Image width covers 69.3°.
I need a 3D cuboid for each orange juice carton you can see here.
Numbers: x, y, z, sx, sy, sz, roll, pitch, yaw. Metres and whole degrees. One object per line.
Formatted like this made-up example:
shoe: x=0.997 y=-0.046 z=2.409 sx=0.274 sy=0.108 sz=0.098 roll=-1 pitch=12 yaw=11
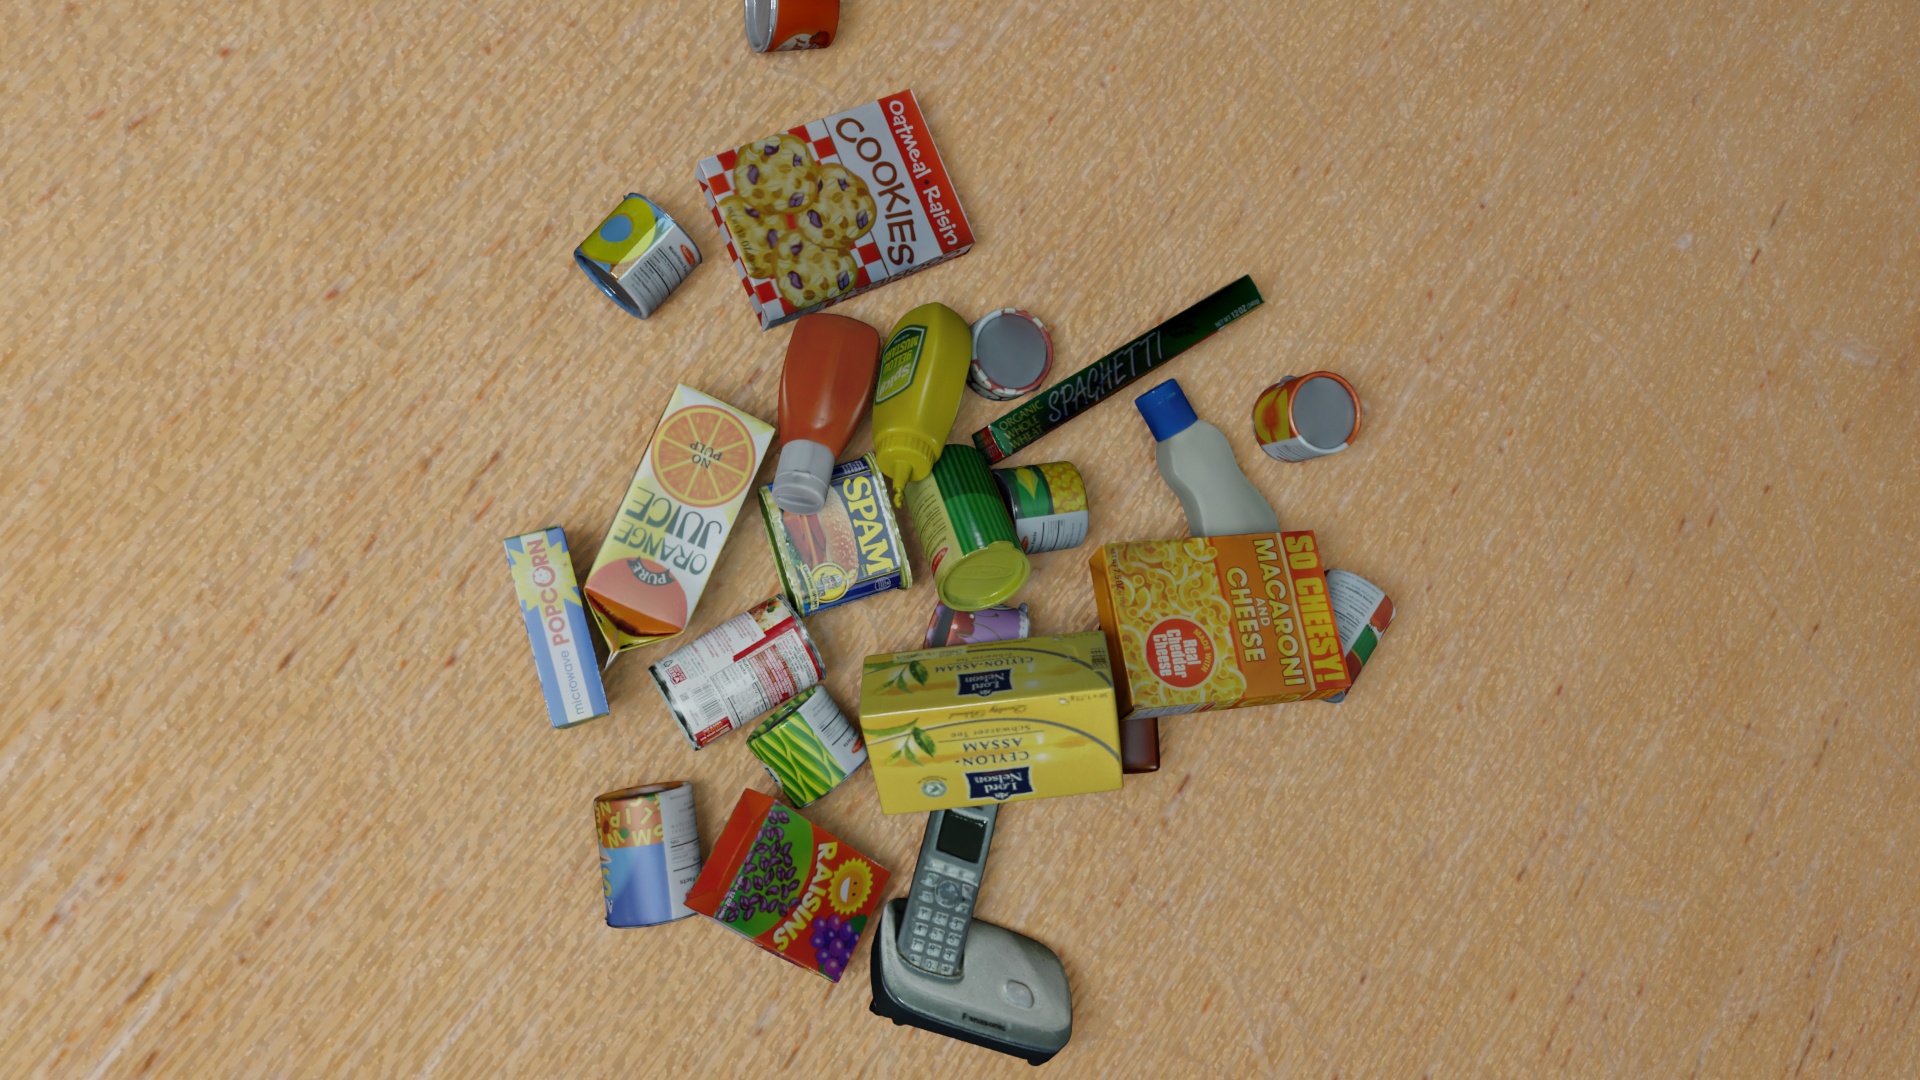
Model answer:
orange juice carton: x=-0.199 y=-0.001 z=0.936 sx=0.073 sy=0.071 sz=0.193 roll=25 pitch=79 yaw=-13

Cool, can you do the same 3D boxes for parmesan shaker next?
parmesan shaker: x=0.003 y=-0.012 z=0.973 sx=0.071 sy=0.071 sz=0.103 roll=-7 pitch=49 yaw=-17

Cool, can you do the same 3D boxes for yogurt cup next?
yogurt cup: x=-0.120 y=-0.382 z=0.992 sx=0.054 sy=0.072 sz=0.072 roll=-5 pitch=88 yaw=-25

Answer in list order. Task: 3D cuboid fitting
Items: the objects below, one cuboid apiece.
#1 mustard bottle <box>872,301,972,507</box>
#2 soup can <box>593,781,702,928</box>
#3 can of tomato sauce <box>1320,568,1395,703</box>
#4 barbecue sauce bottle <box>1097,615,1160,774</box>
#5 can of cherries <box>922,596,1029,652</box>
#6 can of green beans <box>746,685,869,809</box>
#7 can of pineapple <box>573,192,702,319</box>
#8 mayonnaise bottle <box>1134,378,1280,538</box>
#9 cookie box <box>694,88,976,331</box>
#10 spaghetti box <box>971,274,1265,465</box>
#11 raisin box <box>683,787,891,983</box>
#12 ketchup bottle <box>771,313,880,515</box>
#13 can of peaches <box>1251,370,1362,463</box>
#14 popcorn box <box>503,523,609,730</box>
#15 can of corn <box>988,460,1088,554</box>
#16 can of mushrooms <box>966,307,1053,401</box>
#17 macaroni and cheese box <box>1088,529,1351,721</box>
mustard bottle: x=-0.031 y=-0.092 z=0.969 sx=0.049 sy=0.065 sz=0.161 roll=33 pitch=50 yaw=-32
soup can: x=-0.208 y=0.208 z=0.922 sx=0.071 sy=0.071 sz=0.083 roll=-7 pitch=88 yaw=-17
can of tomato sauce: x=0.288 y=0.074 z=1.077 sx=0.071 sy=0.071 sz=0.083 roll=40 pitch=73 yaw=-10
barbecue sauce bottle: x=0.123 y=0.097 z=1.031 sx=0.044 sy=0.064 sz=0.149 roll=1 pitch=77 yaw=-7
can of cherries: x=0.011 y=0.071 z=0.996 sx=0.058 sy=0.071 sz=0.071 roll=18 pitch=81 yaw=-13
can of green beans: x=-0.105 y=0.142 z=0.956 sx=0.071 sy=0.071 sz=0.058 roll=-38 pitch=97 yaw=-15
can of pineapple: x=-0.221 y=-0.194 z=0.947 sx=0.071 sy=0.071 sz=0.058 roll=42 pitch=76 yaw=-10
mayonnaise bottle: x=0.186 y=-0.053 z=1.071 sx=0.065 sy=0.041 sz=0.148 roll=-32 pitch=94 yaw=-16
cookie box: x=-0.089 y=-0.239 z=1.003 sx=0.168 sy=0.040 sz=0.123 roll=-24 pitch=93 yaw=-16
spaghetti box: x=0.120 y=-0.129 z=1.051 sx=0.251 sy=0.050 sz=0.028 roll=-31 pitch=94 yaw=-16
raisin box: x=-0.113 y=0.233 z=0.931 sx=0.123 sy=0.040 sz=0.086 roll=42 pitch=65 yaw=-37
ketchup bottle: x=-0.097 y=-0.088 z=0.956 sx=0.065 sy=0.043 sz=0.149 roll=11 pitch=57 yaw=-2
can of peaches: x=0.272 y=-0.099 z=1.090 sx=0.071 sy=0.058 sz=0.071 roll=1 pitch=87 yaw=-16
popcorn box: x=-0.263 y=0.056 z=0.905 sx=0.038 sy=0.085 sz=0.126 roll=-14 pitch=91 yaw=-16
can of corn: x=0.054 y=-0.025 z=1.017 sx=0.058 sy=0.071 sz=0.071 roll=-8 pitch=89 yaw=-17
can of mushrooms: x=0.036 y=-0.138 z=1.035 sx=0.071 sy=0.033 sz=0.071 roll=1 pitch=85 yaw=-16
macaroni and cheese box: x=0.186 y=0.059 z=1.007 sx=0.167 sy=0.040 sz=0.124 roll=-4 pitch=70 yaw=-14
